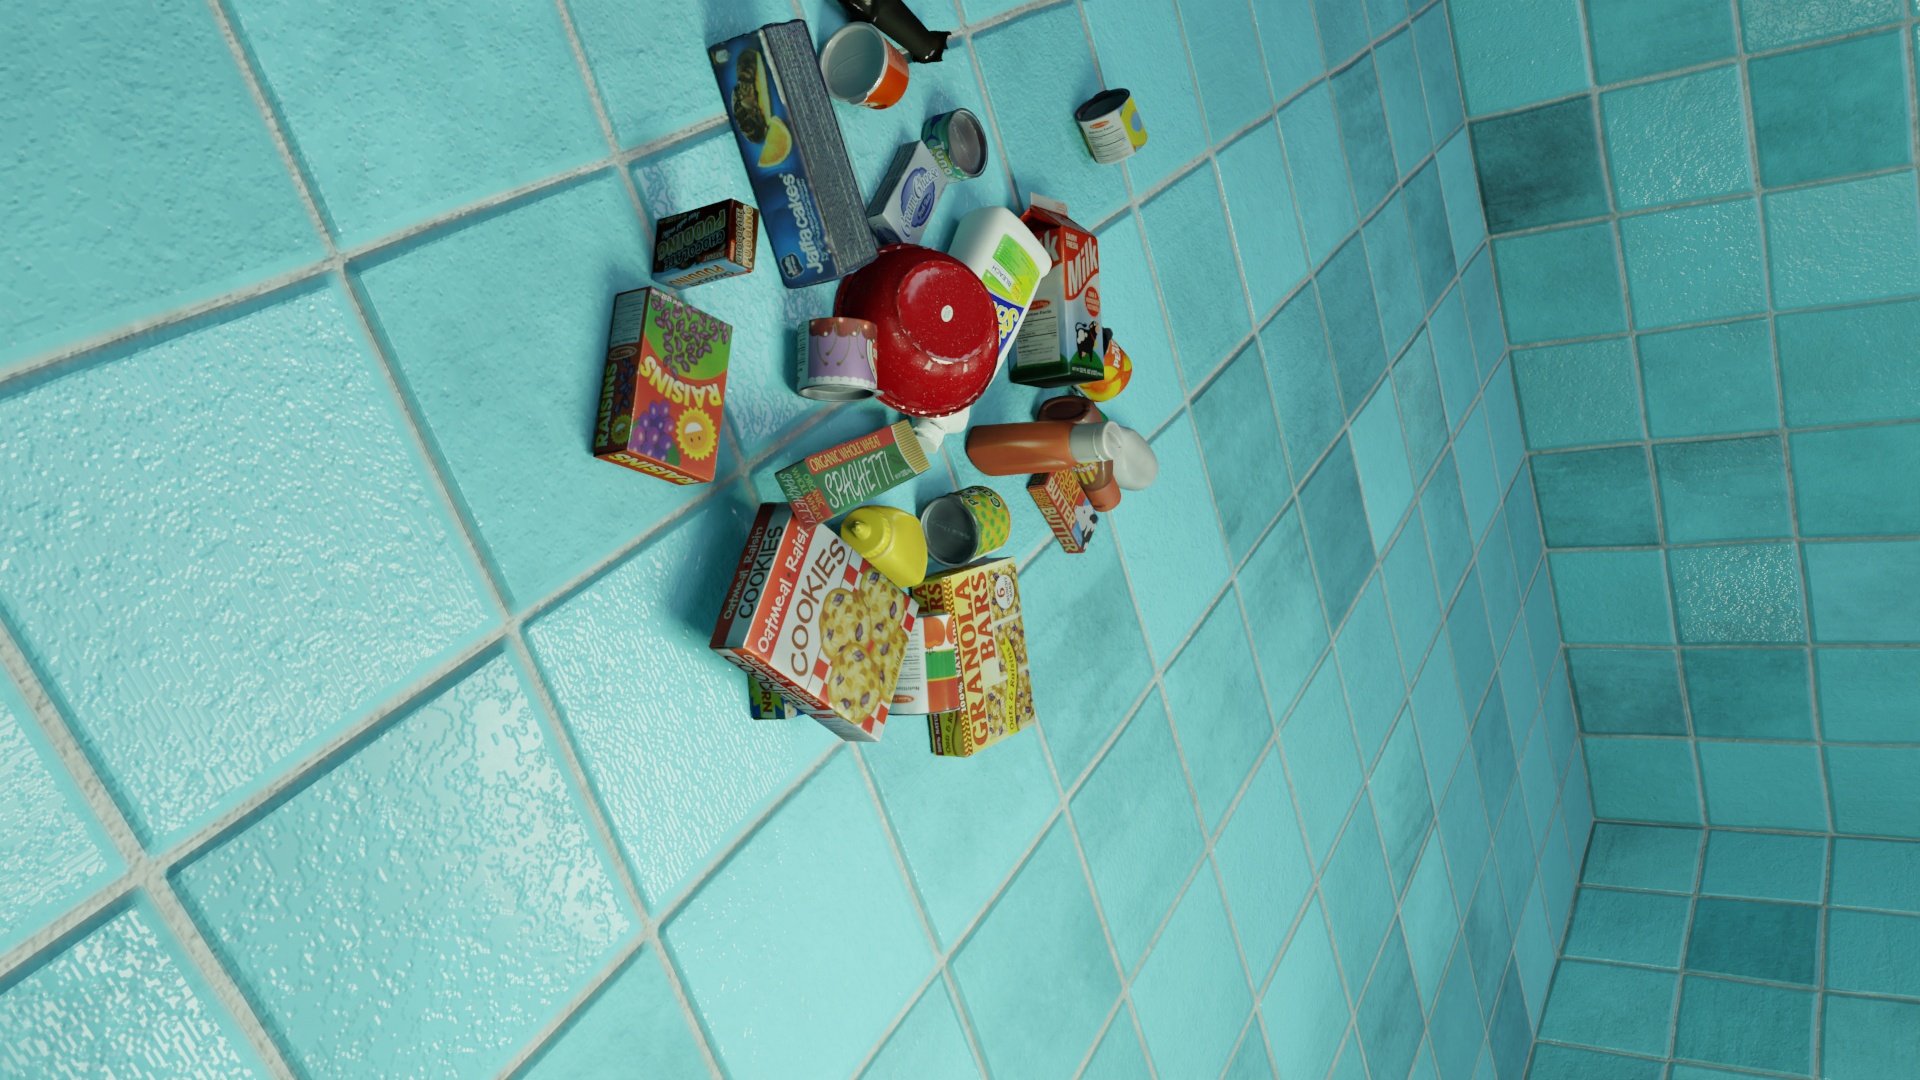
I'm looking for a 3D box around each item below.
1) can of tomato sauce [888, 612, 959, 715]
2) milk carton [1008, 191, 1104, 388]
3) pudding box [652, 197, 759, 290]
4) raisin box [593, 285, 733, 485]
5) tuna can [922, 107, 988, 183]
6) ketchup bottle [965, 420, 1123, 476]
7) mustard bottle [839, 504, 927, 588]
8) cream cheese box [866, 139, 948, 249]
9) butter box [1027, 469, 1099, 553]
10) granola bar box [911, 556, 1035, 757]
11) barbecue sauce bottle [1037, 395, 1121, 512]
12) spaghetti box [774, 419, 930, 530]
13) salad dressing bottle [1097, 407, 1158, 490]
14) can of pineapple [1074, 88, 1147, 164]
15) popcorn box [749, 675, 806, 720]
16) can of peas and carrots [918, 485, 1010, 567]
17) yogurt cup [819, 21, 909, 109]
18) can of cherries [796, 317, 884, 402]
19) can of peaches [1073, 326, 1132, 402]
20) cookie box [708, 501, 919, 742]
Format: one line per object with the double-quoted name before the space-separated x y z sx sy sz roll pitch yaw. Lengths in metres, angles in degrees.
"can of tomato sauce" -0.036 0.107 1.207 0.071 0.071 0.083 -3 89 -54
"milk carton" 0.095 -0.256 1.417 0.072 0.073 0.190 0 87 -54
"pudding box" -0.186 -0.215 1.014 0.030 0.083 0.050 14 76 -50
"raisin box" -0.214 -0.110 1.003 0.086 0.040 0.123 22 68 -52
"tuna can" -0.006 -0.374 1.323 0.071 0.033 0.071 8 81 -54
"ketchup bottle" 0.081 -0.089 1.317 0.064 0.148 0.044 35 61 -47
"mustard bottle" -0.067 0.000 1.145 0.160 0.049 0.065 40 46 -73
"cream cheese box" -0.049 -0.311 1.265 0.053 0.024 0.104 50 49 -38
"butter box" 0.108 -0.039 1.457 0.103 0.024 0.053 56 45 -35
"granola bar box" 0.013 0.106 1.298 0.124 0.039 0.165 -15 99 -54
"barbecue sauce bottle" 0.133 -0.089 1.467 0.148 0.065 0.044 59 44 -45
"spaghetti box" -0.081 -0.056 1.116 0.050 0.028 0.251 62 19 -3
"salad dressing bottle" 0.165 -0.107 1.527 0.147 0.044 0.064 38 59 -45
"can of pineapple" 0.169 -0.462 1.547 0.057 0.071 0.071 59 44 -33
"popcorn box" -0.128 0.074 1.104 0.085 0.038 0.126 -5 91 -54
"can of peas and carrots" 0.005 -0.016 1.273 0.059 0.071 0.071 -22 105 -54
"yogurt cup" -0.080 -0.406 1.198 0.054 0.072 0.072 0 87 -63
"can of cherries" -0.098 -0.148 1.141 0.071 0.071 0.058 8 80 -54
"can of peaches" 0.144 -0.190 1.482 0.058 0.071 0.071 40 56 -47
"cookie box" -0.108 0.065 1.065 0.167 0.040 0.123 43 53 -42
